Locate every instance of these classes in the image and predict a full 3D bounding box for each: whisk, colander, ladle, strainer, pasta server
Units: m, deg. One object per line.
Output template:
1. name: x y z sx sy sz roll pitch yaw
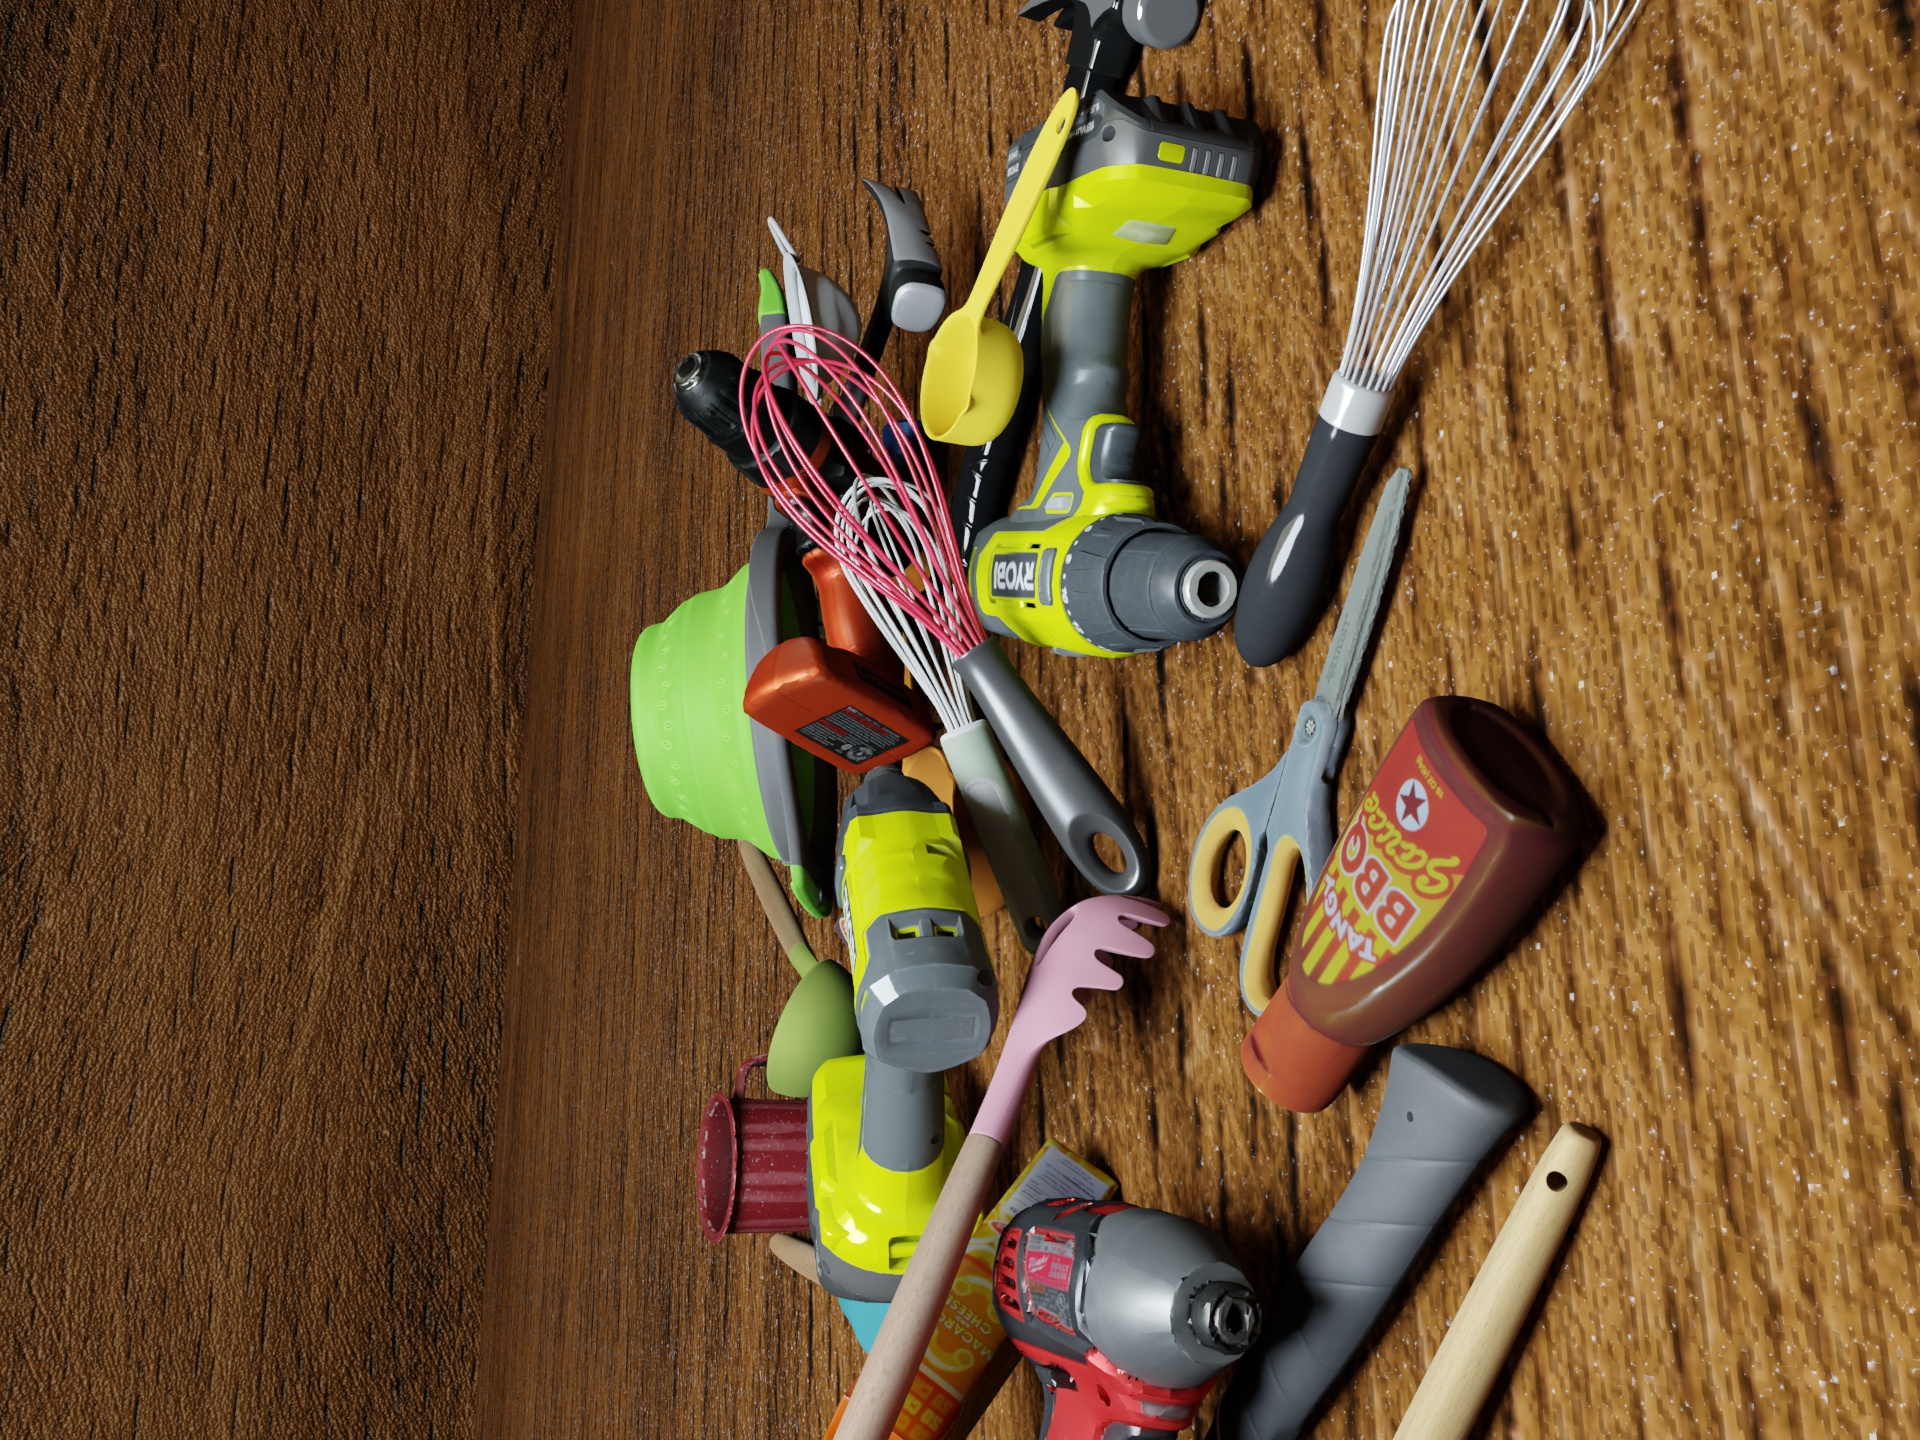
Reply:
1. whisk: 0.145 -0.136 0.531 0.070 0.070 0.284 -113 31 -50
2. colander: -0.136 -0.081 0.929 0.204 0.094 0.397 76 -171 -73
3. ladle: 0.128 0.257 0.490 0.069 0.031 0.315 28 111 30
4. strainer: -0.078 -0.158 0.919 0.087 0.050 0.258 -149 55 -76
5. whisk: -0.001 -0.002 0.755 0.058 0.059 0.246 -22 89 22
6. pasta server: 0.006 0.185 0.592 0.316 0.040 0.060 -62 6 -37
7. ladle: -0.118 0.133 0.997 0.320 0.062 0.078 -134 56 -65
8. whisk: -0.005 -0.047 0.693 0.296 0.073 0.073 56 151 2

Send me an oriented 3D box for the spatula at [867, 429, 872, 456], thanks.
1. spatula: -0.080 -0.055 1.033 0.315 0.018 0.060 105 168 -45

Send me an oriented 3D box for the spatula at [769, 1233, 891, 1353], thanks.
1. spatula: -0.069 0.337 0.967 0.317 0.044 0.082 150 123 -69

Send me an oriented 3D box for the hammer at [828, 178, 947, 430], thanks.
1. hammer: -0.084 -0.175 1.025 0.336 0.034 0.127 117 151 -43

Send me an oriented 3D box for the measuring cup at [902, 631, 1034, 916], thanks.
1. measuring cup: -0.003 0.025 0.846 0.095 0.052 0.174 122 148 -47

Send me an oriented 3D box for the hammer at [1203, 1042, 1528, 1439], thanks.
1. hammer: 0.094 0.272 0.568 0.149 0.036 0.408 -116 39 -51

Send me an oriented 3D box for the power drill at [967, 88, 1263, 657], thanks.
1. power drill: 0.069 -0.139 0.683 0.191 0.080 0.228 -164 78 -69

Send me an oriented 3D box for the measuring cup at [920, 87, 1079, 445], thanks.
1. measuring cup: 0.025 -0.187 0.673 0.156 0.029 0.062 -64 30 29

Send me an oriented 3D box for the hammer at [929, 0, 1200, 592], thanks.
1. hammer: 0.035 -0.220 0.837 0.146 0.035 0.334 -124 45 -57

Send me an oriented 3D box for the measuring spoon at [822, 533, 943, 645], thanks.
1. measuring spoon: -0.036 -0.075 0.936 0.117 0.011 0.021 -40 74 14

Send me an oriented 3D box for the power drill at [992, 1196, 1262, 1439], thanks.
1. power drill: 0.050 0.273 0.524 0.143 0.078 0.220 148 132 -65

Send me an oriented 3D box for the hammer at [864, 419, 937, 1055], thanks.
1. hammer: -0.046 0.020 0.970 0.144 0.035 0.405 170 105 -67

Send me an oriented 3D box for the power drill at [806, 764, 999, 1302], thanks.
1. power drill: -0.029 0.145 0.742 0.171 0.080 0.223 -105 17 -55
